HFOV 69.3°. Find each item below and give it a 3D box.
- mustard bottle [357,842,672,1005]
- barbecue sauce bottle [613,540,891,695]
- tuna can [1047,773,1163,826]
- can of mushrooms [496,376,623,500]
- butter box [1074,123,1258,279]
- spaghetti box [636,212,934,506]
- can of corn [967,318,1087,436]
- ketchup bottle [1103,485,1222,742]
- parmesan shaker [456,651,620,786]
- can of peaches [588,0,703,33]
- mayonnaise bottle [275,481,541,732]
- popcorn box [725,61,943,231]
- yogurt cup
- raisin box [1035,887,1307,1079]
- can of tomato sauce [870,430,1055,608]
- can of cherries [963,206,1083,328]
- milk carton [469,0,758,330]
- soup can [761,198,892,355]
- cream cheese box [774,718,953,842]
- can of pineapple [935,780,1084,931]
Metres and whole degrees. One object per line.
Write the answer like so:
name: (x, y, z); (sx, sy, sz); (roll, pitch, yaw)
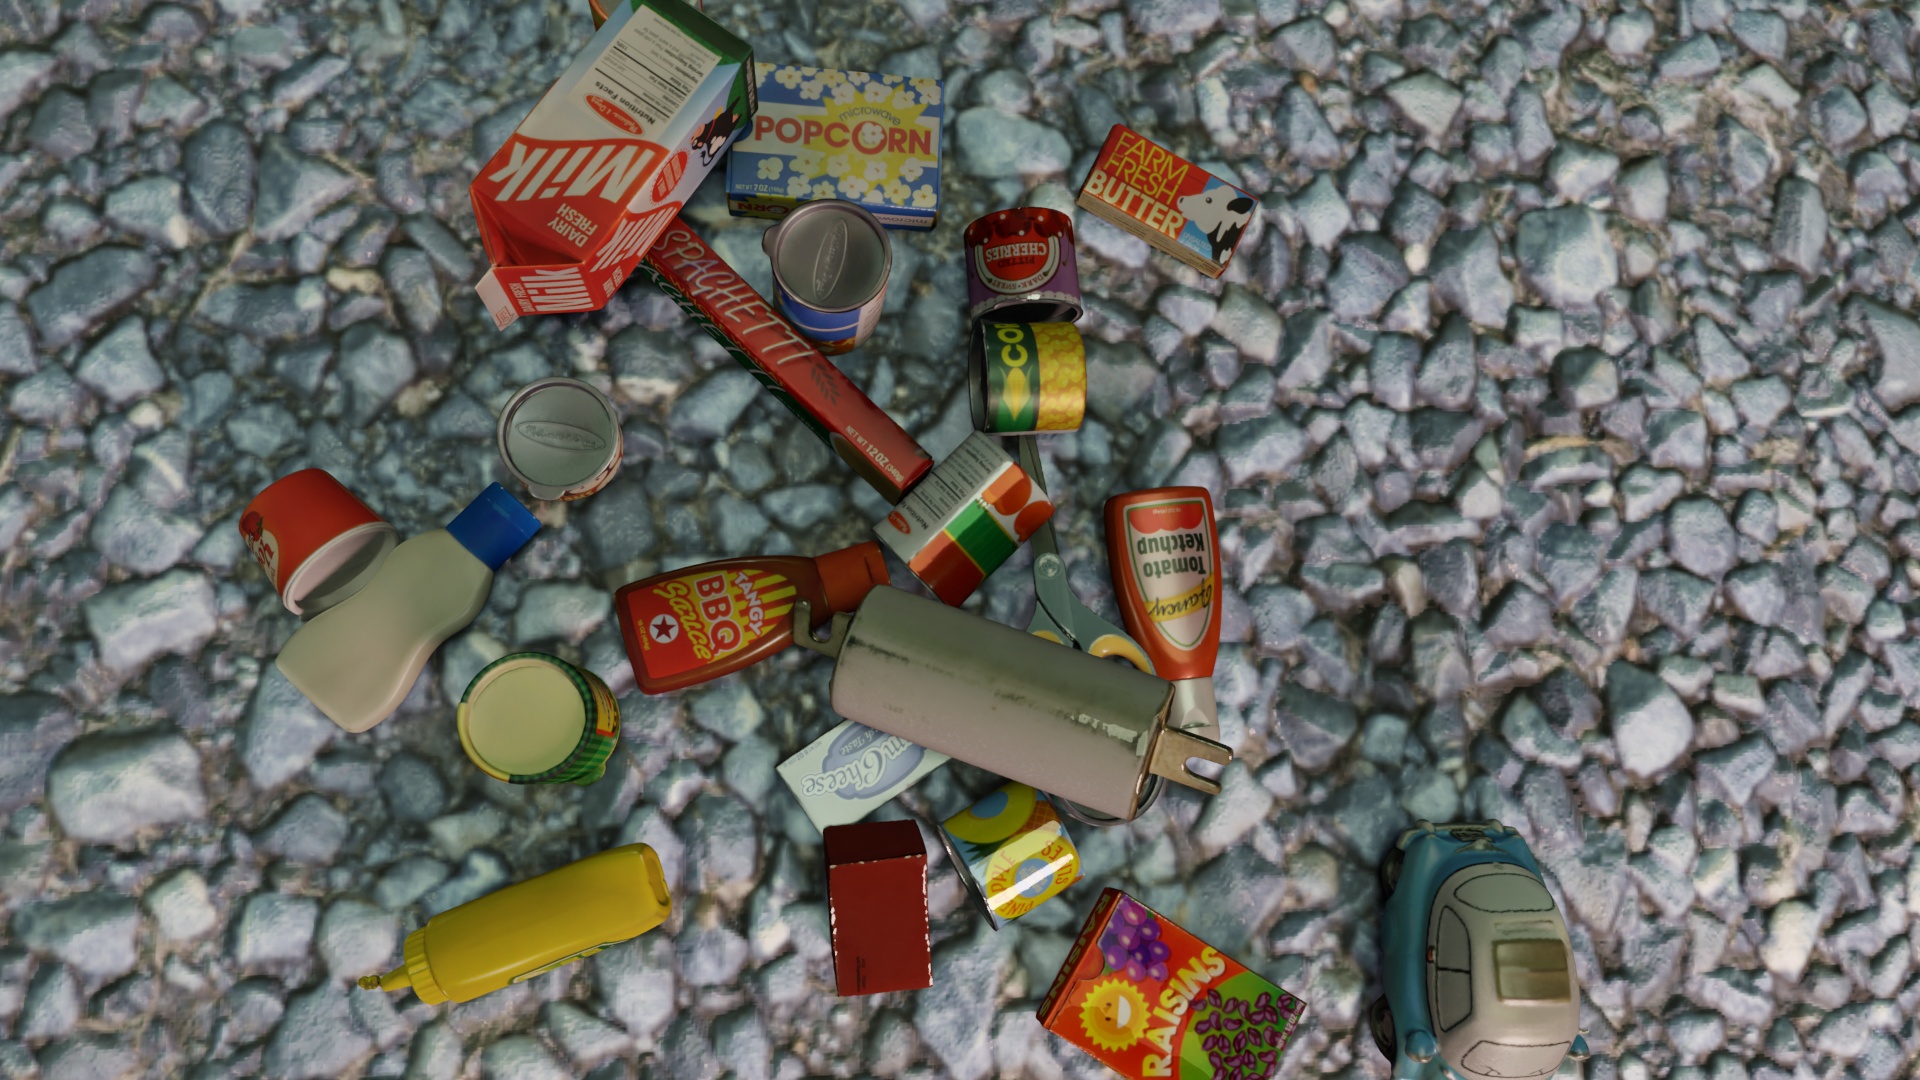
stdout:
mustard bottle: (-0.234, 0.206, 0.726); (0.160, 0.065, 0.049); (-20, 78, -5)
barbecue sauce bottle: (-0.114, 0.037, 0.778); (0.149, 0.043, 0.065); (-16, 81, -10)
tuna can: (0.080, 0.127, 0.793); (0.071, 0.032, 0.071); (1, 80, -7)
can of mushrooms: (-0.226, -0.054, 0.785); (0.071, 0.033, 0.071); (1, 80, -8)
butter box: (0.128, -0.210, 0.862); (0.103, 0.024, 0.053); (28, 79, -2)
spaghetti box: (-0.116, -0.117, 0.801); (0.250, 0.050, 0.029); (43, 77, 2)
can of corn: (0.038, -0.096, 0.808); (0.058, 0.071, 0.071); (-3, 81, -9)
ketchup bottle: (0.123, 0.045, 0.808); (0.065, 0.043, 0.149); (-5, 82, -8)
parmesan shaker: (-0.215, 0.096, 0.724); (0.071, 0.103, 0.071); (1, 81, -7)
can of peaches: (-0.187, -0.317, 0.823); (0.071, 0.058, 0.071); (1, 81, -7)
mayonnaise bottle: (-0.295, 0.032, 0.758); (0.065, 0.041, 0.148); (43, 77, 0)
popcorn box: (-0.074, -0.236, 0.833); (0.127, 0.038, 0.085); (3, 81, -7)
yogurt cup: (-0.346, -0.002, 0.745); (0.072, 0.072, 0.054); (-43, 80, -12)
raisin box: (0.116, 0.262, 0.772); (0.123, 0.040, 0.086); (32, 79, 0)
can of tomato sauce: (0.003, -0.010, 0.782); (0.083, 0.071, 0.071); (-44, 88, -2)
can of cherries: (0.036, -0.158, 0.817); (0.071, 0.071, 0.058); (-4, 81, -8)
milk carton: (-0.193, -0.196, 0.743); (0.073, 0.072, 0.191); (34, 77, 0)
soup can: (-0.078, -0.149, 0.795); (0.071, 0.083, 0.071); (1, 80, -7)
cream cheese box: (-0.047, 0.120, 0.782); (0.104, 0.024, 0.053); (-33, 87, -11)
can of pineapple: (0.028, 0.171, 0.760); (0.058, 0.071, 0.071); (-29, 85, -11)
